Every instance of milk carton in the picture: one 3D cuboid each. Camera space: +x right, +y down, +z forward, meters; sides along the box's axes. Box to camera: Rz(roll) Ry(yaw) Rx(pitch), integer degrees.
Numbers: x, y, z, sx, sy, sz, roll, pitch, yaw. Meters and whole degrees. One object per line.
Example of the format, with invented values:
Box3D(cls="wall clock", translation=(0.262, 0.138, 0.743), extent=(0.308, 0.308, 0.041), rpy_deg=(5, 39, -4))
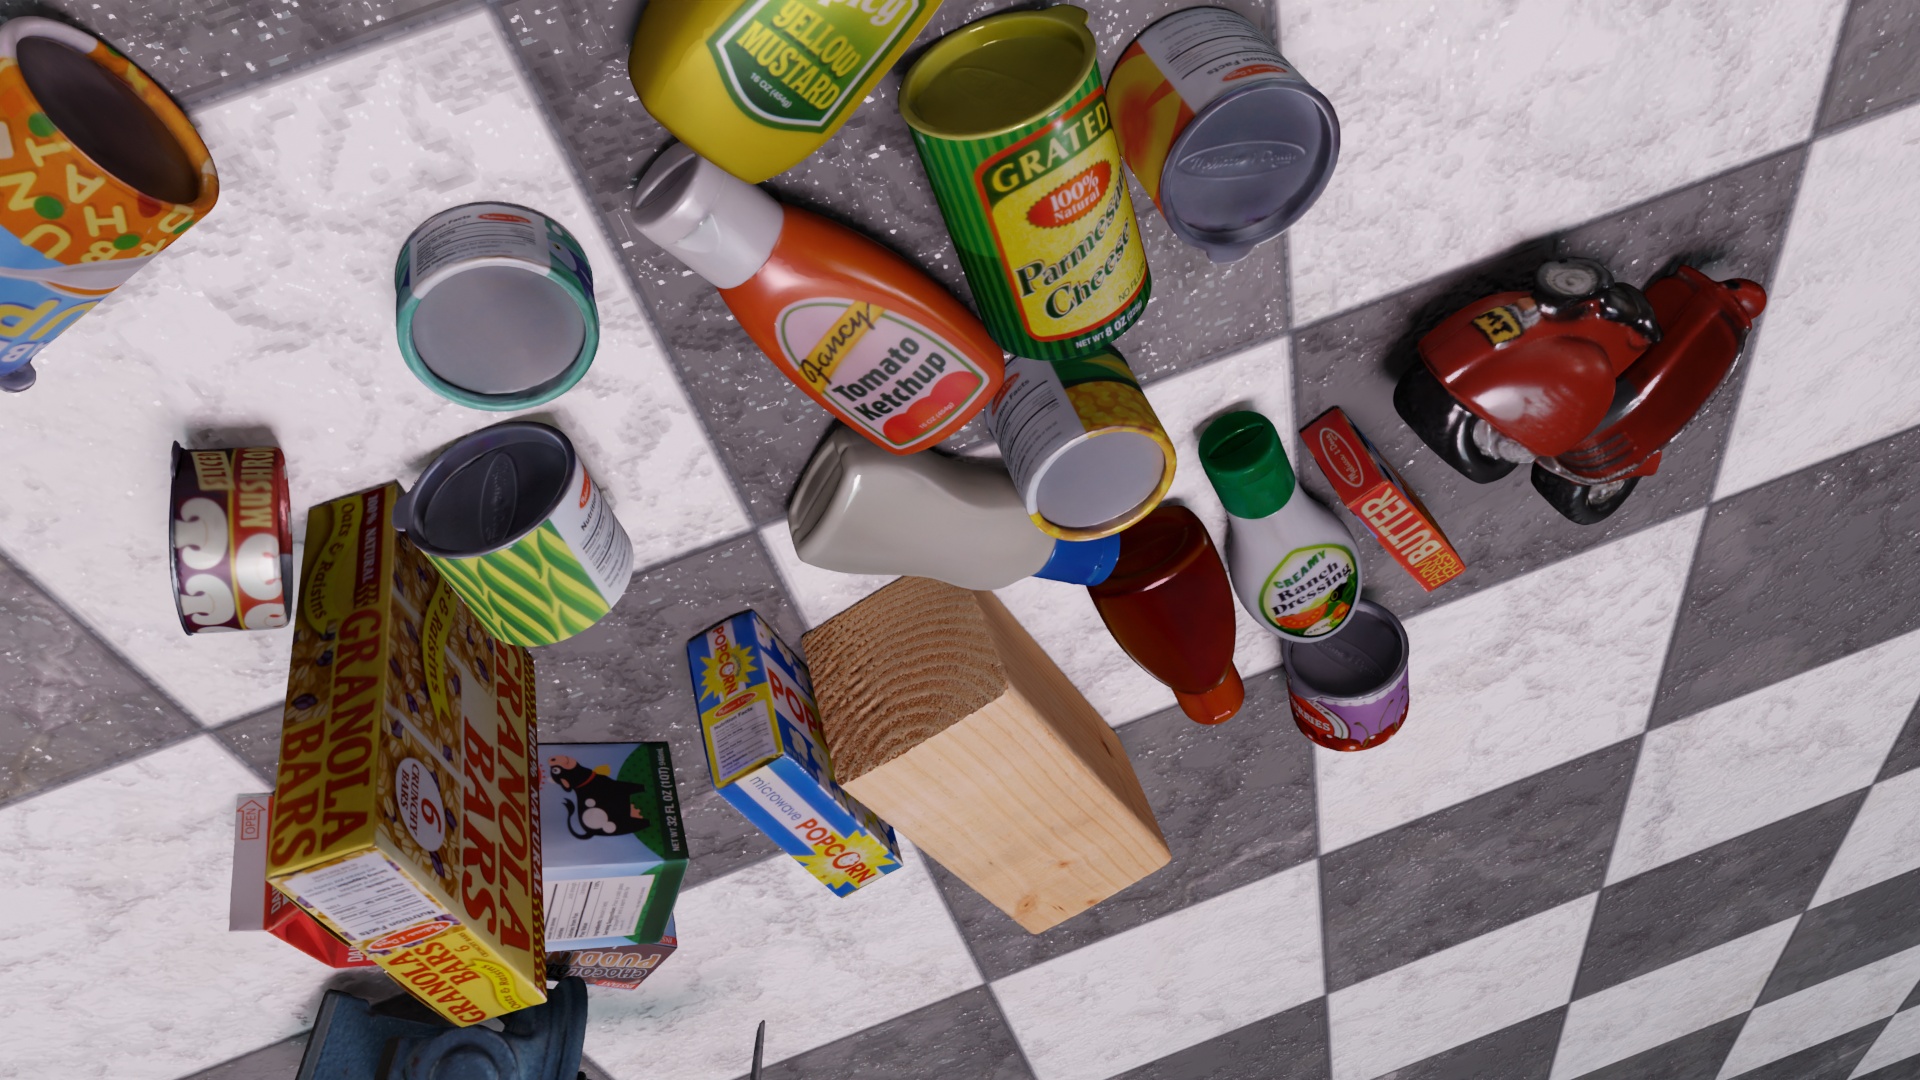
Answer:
Box3D(cls="milk carton", translation=(-0.231, 0.145, 0.646), extent=(0.191, 0.072, 0.073), rpy_deg=(2, 133, -26))

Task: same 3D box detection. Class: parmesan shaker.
Box3D(cls="parmesan shaker", translation=(0.028, -0.122, 0.484), extent=(0.071, 0.071, 0.102), rpy_deg=(-24, 138, 2))

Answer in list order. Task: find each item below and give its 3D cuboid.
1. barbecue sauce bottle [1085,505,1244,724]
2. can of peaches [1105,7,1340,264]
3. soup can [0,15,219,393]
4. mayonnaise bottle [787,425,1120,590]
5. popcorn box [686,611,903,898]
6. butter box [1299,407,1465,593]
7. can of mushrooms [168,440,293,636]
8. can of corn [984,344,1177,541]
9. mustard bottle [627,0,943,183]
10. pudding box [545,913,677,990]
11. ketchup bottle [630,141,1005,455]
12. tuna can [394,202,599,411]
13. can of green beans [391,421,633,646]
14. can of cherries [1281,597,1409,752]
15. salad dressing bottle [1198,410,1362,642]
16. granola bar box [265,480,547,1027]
Box3D(cls="barbecue sauce bottle", translation=(0.112, 0.045, 0.706), extent=(0.065, 0.044, 0.148), rpy_deg=(-27, 138, 6))
Box3D(cls="can of peaches", translation=(0.090, -0.144, 0.493), extent=(0.071, 0.058, 0.070), rpy_deg=(-12, 137, -11))
Box3D(cls="soup can", translation=(-0.263, -0.093, 0.391), extent=(0.083, 0.071, 0.071), rpy_deg=(-33, 137, 12))
Box3D(cls="mayonnaise bottle", translation=(0.002, -0.008, 0.610), extent=(0.148, 0.041, 0.064), rpy_deg=(11, 130, -32))
Box3D(cls="popcorn box", translation=(-0.077, 0.103, 0.656), extent=(0.038, 0.085, 0.126), rpy_deg=(-28, 137, 5))
Box3D(cls="butter box", translation=(0.206, -0.018, 0.673), extent=(0.024, 0.053, 0.103), rpy_deg=(-37, 136, 19))
Box3D(cls="can of mushrooms", translation=(-0.256, -0.002, 0.489), extent=(0.033, 0.071, 0.070), rpy_deg=(-2, 134, -21))
Box3D(cls="can of corn", translation=(0.052, -0.042, 0.581), extent=(0.071, 0.058, 0.070), rpy_deg=(-11, 137, -11))
Box3D(cls="mustard bottle", translation=(-0.030, -0.180, 0.412), extent=(0.159, 0.049, 0.065), rpy_deg=(-42, 137, 21))
Box3D(cls="pudding box", translation=(-0.205, 0.219, 0.764), extent=(0.083, 0.030, 0.049), rpy_deg=(24, 122, -38))
Box3D(cls="ketchup bottle", translation=(-0.051, -0.087, 0.503), extent=(0.064, 0.044, 0.148), rpy_deg=(-35, 136, 23))
Box3D(cls="tuna can", translation=(-0.158, -0.077, 0.477), extent=(0.071, 0.033, 0.070), rpy_deg=(-12, 136, -11))
Box3D(cls="can of green beans", translation=(-0.165, -0.002, 0.526), extent=(0.071, 0.071, 0.057), rpy_deg=(-20, 138, -2))
Box3D(cls="can of cherries", translation=(0.209, 0.075, 0.760), extent=(0.071, 0.072, 0.058), rpy_deg=(-22, 139, 0))
Box3D(cls="salad dressing bottle", translation=(0.153, -0.005, 0.672), extent=(0.064, 0.044, 0.147), rpy_deg=(-31, 137, 7))
Box3D(cls="granola bar box", translation=(-0.201, 0.079, 0.521), extent=(0.039, 0.166, 0.123), rpy_deg=(-19, 138, 0))
